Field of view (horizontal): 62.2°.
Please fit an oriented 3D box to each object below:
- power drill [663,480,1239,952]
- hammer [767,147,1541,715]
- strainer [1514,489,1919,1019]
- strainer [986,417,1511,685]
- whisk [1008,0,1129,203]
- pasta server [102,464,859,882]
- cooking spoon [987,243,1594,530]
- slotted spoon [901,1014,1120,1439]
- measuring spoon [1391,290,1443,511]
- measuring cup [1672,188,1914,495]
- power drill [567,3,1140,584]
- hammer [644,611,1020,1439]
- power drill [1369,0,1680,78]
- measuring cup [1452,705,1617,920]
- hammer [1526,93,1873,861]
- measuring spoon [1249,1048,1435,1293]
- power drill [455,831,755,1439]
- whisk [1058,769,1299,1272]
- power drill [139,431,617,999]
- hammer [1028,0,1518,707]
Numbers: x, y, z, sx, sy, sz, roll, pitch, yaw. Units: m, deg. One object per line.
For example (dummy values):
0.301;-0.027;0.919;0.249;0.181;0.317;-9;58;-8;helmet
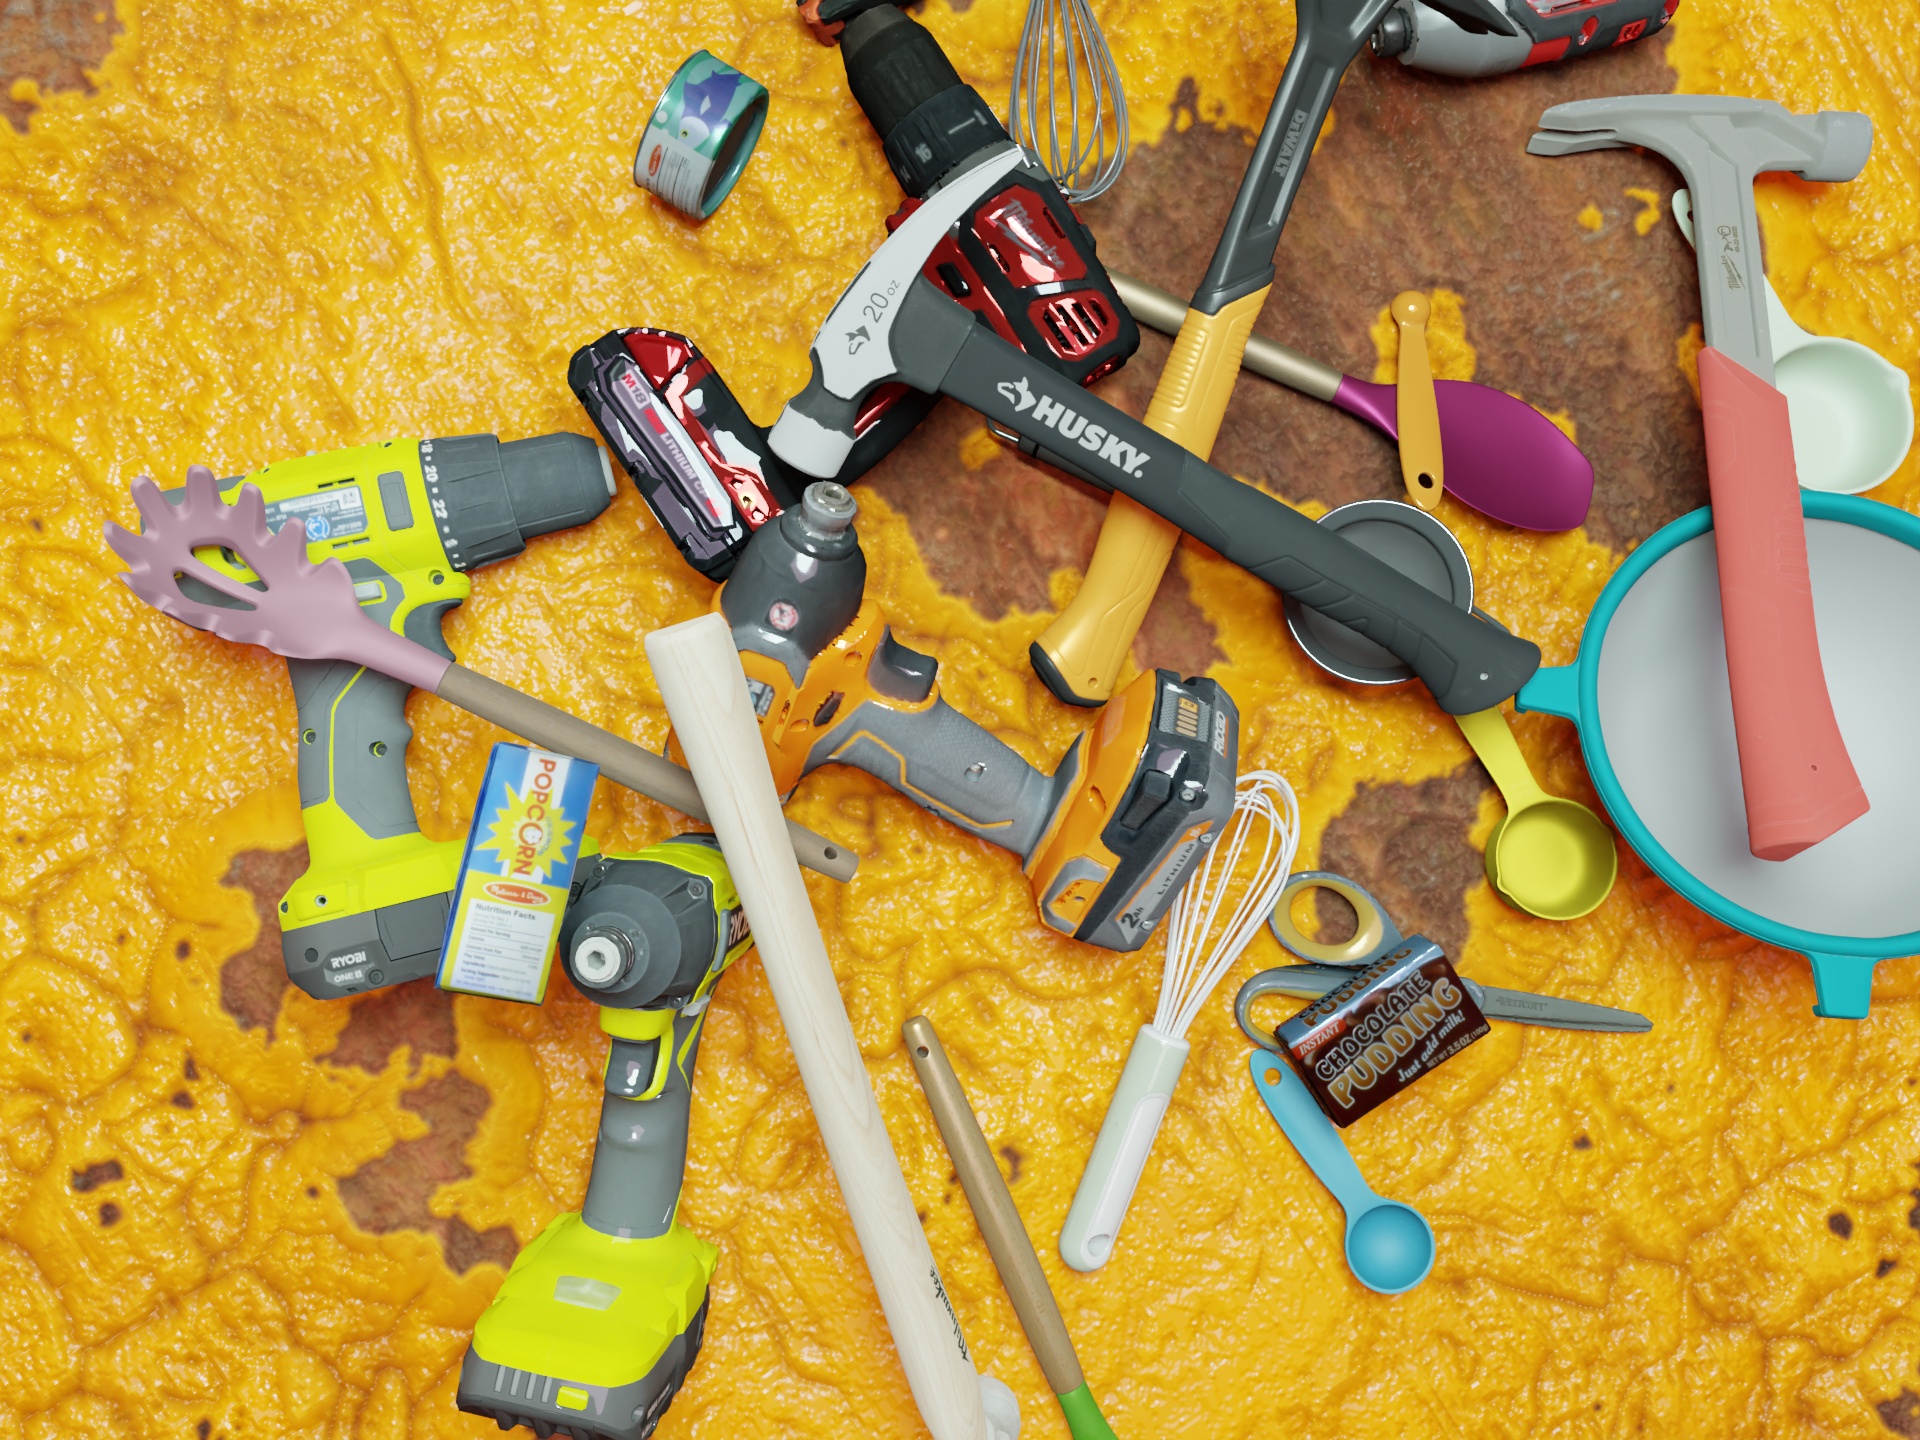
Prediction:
-0.001;-0.002;0.669;0.226;0.084;0.164;21;130;-5;power drill
0.101;-0.096;0.653;0.334;0.035;0.146;27;109;-14;hammer
0.423;-0.029;0.730;0.340;0.095;0.211;-38;74;-10;strainer
0.130;-0.087;0.735;0.258;0.050;0.087;26;86;2;strainer
0.045;-0.351;0.728;0.055;0.055;0.239;-3;86;-5;whisk
-0.182;-0.007;0.639;0.316;0.040;0.060;26;66;-11;pasta server
0.153;-0.167;0.747;0.319;0.017;0.069;23;68;-4;cooking spoon
0.041;0.278;0.723;0.070;0.031;0.314;-23;93;6;slotted spoon
0.214;-0.151;0.739;0.021;0.011;0.117;6;70;-10;measuring spoon
0.384;-0.178;0.763;0.083;0.038;0.168;-29;82;-5;measuring cup
-0.057;-0.183;0.694;0.226;0.080;0.188;-33;92;-2;power drill
-0.044;0.158;0.627;0.038;0.146;0.410;-18;102;1;hammer
0.238;-0.410;0.732;0.143;0.078;0.219;-15;93;-4;power drill
0.254;0.022;0.757;0.062;0.029;0.156;-25;80;-5;measuring cup
0.335;-0.118;0.695;0.149;0.036;0.359;2;72;4;hammer
0.175;0.209;0.750;0.042;0.021;0.129;-34;83;-4;measuring spoon
-0.136;0.163;0.645;0.080;0.171;0.223;10;93;4;power drill
0.098;0.138;0.728;0.057;0.059;0.246;20;92;-32;whisk
-0.226;-0.010;0.686;0.190;0.080;0.228;-14;88;-10;power drill
0.113;-0.158;0.676;0.127;0.034;0.336;12;110;-26;hammer
